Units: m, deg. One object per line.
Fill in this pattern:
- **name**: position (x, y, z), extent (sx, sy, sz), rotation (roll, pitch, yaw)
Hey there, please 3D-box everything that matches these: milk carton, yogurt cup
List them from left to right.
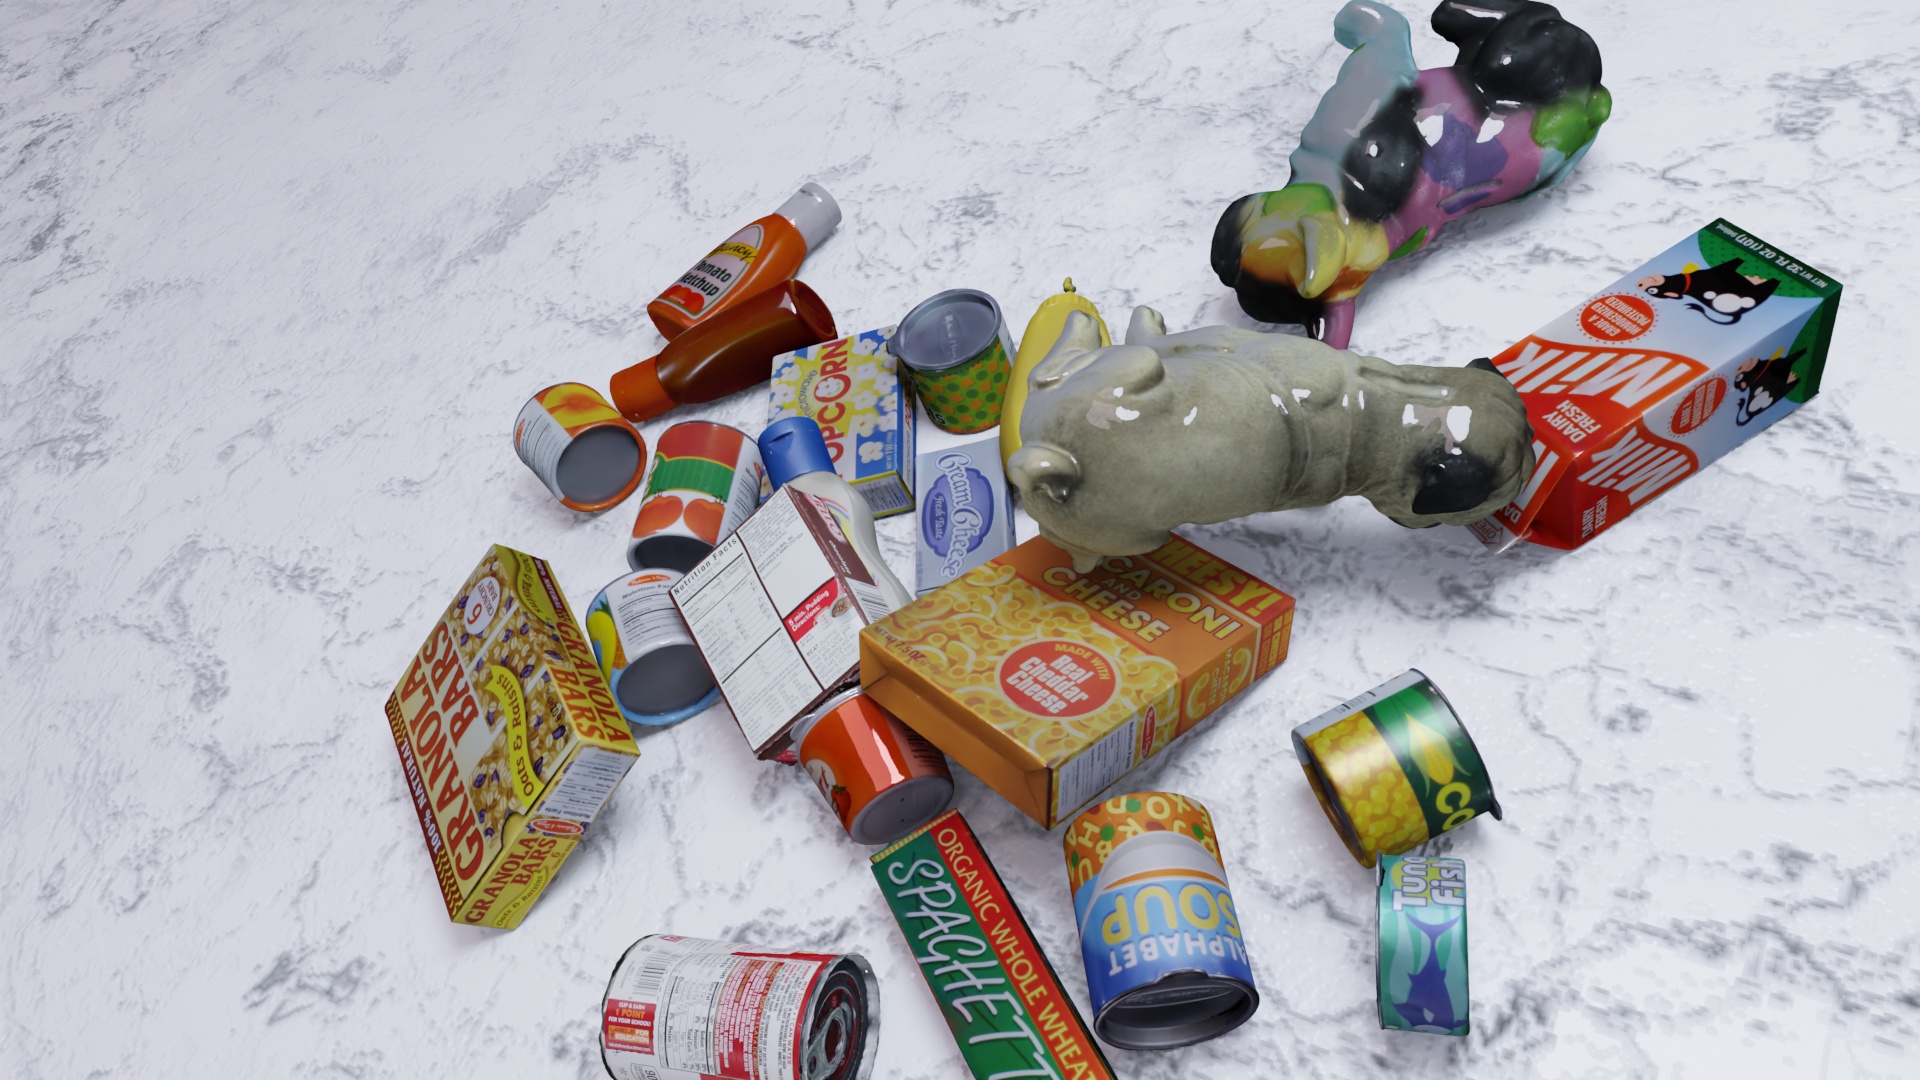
- **yogurt cup**: position (-0.038, 0.108, 0.662), extent (0.072, 0.072, 0.054), rotation (-30, 55, -3)
- **milk carton**: position (0.308, -0.064, 0.658), extent (0.191, 0.073, 0.072), rotation (-31, 48, -4)

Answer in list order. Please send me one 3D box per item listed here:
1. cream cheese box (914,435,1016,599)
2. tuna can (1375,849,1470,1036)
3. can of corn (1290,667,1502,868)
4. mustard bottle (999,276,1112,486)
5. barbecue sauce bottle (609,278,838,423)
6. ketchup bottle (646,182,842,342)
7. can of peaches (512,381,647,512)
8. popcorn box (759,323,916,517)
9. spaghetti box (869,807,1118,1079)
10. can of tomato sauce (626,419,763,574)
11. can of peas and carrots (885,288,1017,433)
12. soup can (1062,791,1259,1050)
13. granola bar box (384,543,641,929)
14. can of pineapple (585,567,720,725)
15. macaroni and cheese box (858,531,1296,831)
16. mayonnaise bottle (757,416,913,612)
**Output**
- **cream cheese box**: position (0.003, -0.010, 0.769), extent (0.053, 0.024, 0.104), rotation (-12, 49, 12)
- **tuna can**: position (0.177, 0.152, 0.533), extent (0.033, 0.070, 0.071), rotation (-2, 52, 19)
- **can of corn**: position (0.181, 0.098, 0.580), extent (0.058, 0.071, 0.071), rotation (-27, 47, 1)
- **mustard bottle**: position (0.060, -0.095, 0.797), extent (0.065, 0.048, 0.161), rotation (12, 49, -3)
- **barbecue sauce bottle**: position (-0.157, -0.119, 0.902), extent (0.148, 0.065, 0.044), rotation (-21, 69, 16)
- **ketchup bottle**: position (-0.145, -0.190, 0.967), extent (0.065, 0.043, 0.149), rotation (28, 66, 38)
- **can of peaches**: position (-0.239, -0.059, 0.881), extent (0.071, 0.071, 0.058), rotation (-40, 49, -13)
- **popcorn box**: position (-0.072, -0.067, 0.837), extent (0.085, 0.038, 0.127), rotation (-13, 48, 13)
- **spaghetti box**: position (0.034, 0.217, 0.564), extent (0.050, 0.028, 0.251), rotation (-31, 47, -5)
- **can of tomato sauce**: position (-0.155, -0.018, 0.811), extent (0.071, 0.071, 0.083), rotation (-7, 51, 17)
- **can of peas and carrots**: position (-0.001, -0.105, 0.827), extent (0.071, 0.058, 0.071), rotation (-12, 49, 14)
- **soup can**: position (0.081, 0.154, 0.570), extent (0.071, 0.071, 0.084), rotation (-16, 48, 9)
- **granola bar box**: position (-0.243, 0.099, 0.733), extent (0.124, 0.039, 0.166), rotation (-53, 47, 13)
- **can of pineapple**: position (-0.164, 0.059, 0.753), extent (0.071, 0.070, 0.058), rotation (-29, 48, -3)
- **macaroni and cheese box**: position (0.055, 0.049, 0.647), extent (0.167, 0.040, 0.124), rotation (-27, 43, -34)
- **mayonnaise bottle**: position (-0.072, 0.003, 0.748), extent (0.065, 0.041, 0.148), rotation (-26, 66, 7)
